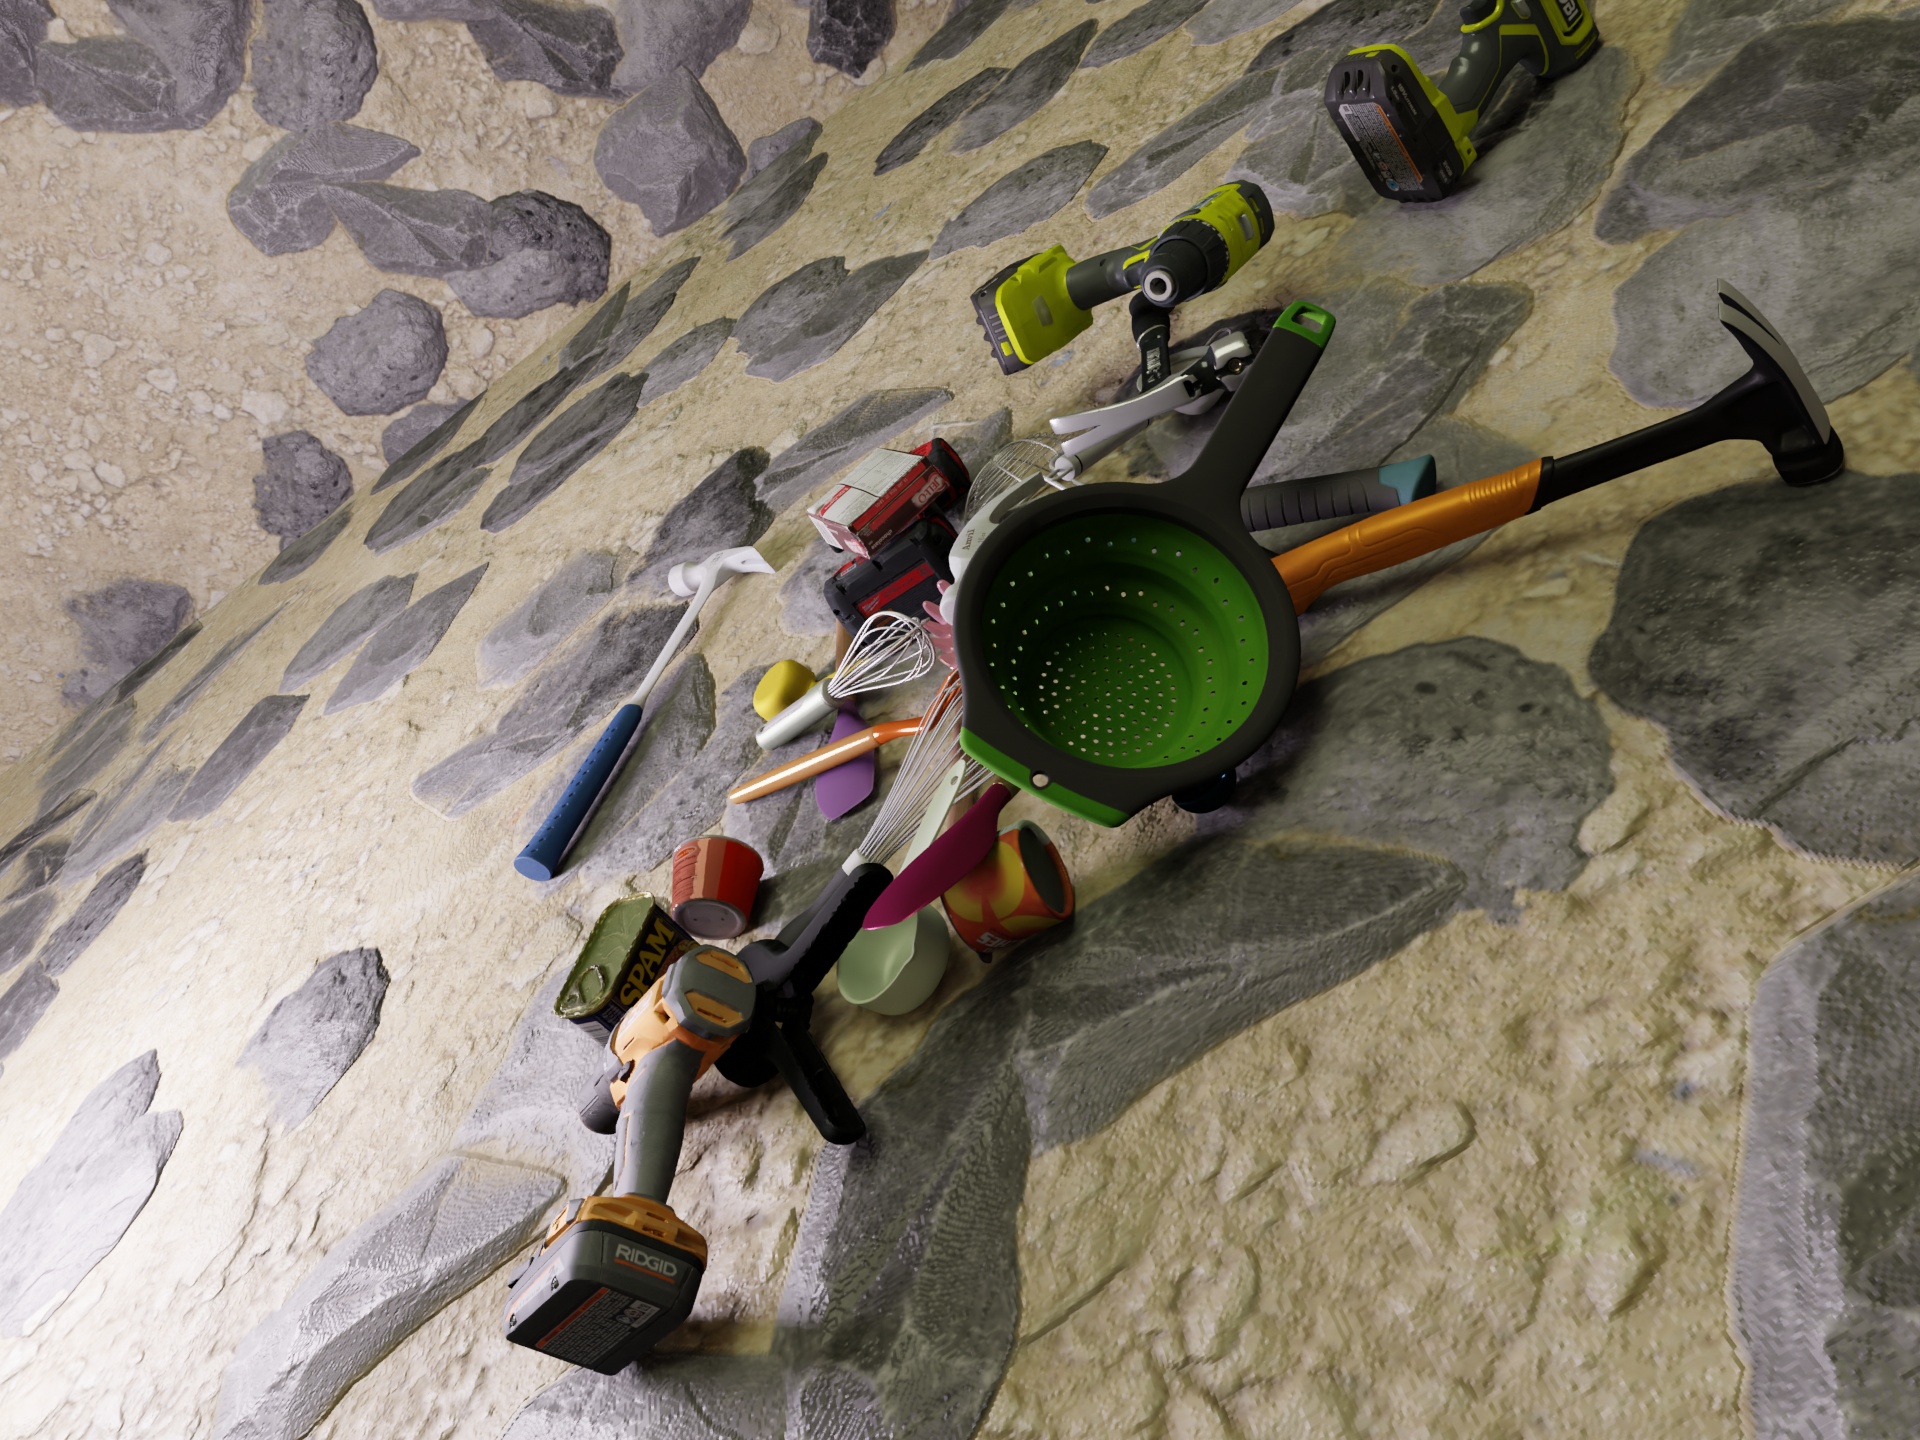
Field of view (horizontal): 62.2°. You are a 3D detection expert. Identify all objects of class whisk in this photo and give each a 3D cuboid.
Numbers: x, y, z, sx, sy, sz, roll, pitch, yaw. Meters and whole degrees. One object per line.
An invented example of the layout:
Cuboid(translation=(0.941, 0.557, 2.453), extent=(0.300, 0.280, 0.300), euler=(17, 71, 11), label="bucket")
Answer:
Cuboid(translation=(-0.095, -0.025, 1.231), extent=(0.246, 0.059, 0.058), euler=(-31, 18, 49), label="whisk")
Cuboid(translation=(-0.044, 0.074, 1.056), extent=(0.284, 0.070, 0.070), euler=(-51, 29, 8), label="whisk")

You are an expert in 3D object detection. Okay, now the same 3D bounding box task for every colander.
Cuboid(translation=(0.135, -0.099, 0.996), extent=(0.397, 0.204, 0.094), euler=(-58, -10, -22), label="colander")

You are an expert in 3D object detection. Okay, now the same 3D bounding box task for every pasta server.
Cuboid(translation=(-0.002, -0.004, 1.151), extent=(0.060, 0.040, 0.317), euler=(-34, 31, 28), label="pasta server")

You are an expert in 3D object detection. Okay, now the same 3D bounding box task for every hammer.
Cuboid(translation=(0.150, -0.134, 1.074), extent=(0.331, 0.033, 0.128), euler=(-7, 44, 22), label="hammer")
Cuboid(translation=(-0.303, -0.020, 1.511), extent=(0.144, 0.035, 0.406), euler=(-12, 41, 40), label="hammer")
Cuboid(translation=(0.151, -0.298, 1.273), extent=(0.149, 0.036, 0.409), euler=(-23, 20, 15), label="hammer")
Cuboid(translation=(0.305, -0.131, 0.913), extent=(0.337, 0.127, 0.034), euler=(-21, 40, 40), label="hammer")

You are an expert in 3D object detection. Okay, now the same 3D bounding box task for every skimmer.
Cuboid(translation=(0.126, -0.141, 1.197), extent=(0.127, 0.090, 0.364), euler=(-43, 40, -12), label="skimmer")

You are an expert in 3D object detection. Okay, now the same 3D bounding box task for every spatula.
Cuboid(translation=(-0.095, -0.026, 1.303), extent=(0.060, 0.018, 0.316), euler=(-34, 31, 20), label="spatula")
Cuboid(translation=(-0.079, 0.009, 1.179), extent=(0.322, 0.041, 0.081), euler=(-23, 14, 43), label="spatula")

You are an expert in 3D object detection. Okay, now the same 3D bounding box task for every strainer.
Cuboid(translation=(0.144, -0.237, 1.234), extent=(0.087, 0.050, 0.258), euler=(12, 38, 39), label="strainer")

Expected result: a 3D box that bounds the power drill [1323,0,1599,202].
Cuboid(translation=(0.402, -0.544, 1.276), extent=(0.223, 0.171, 0.080), euler=(-49, 31, -8), label="power drill")

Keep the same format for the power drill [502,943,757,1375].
Cuboid(translation=(-0.203, 0.268, 0.960), extent=(0.185, 0.084, 0.226), euler=(-46, 24, 38), label="power drill")

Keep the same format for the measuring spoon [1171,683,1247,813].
Cuboid(translation=(0.163, 0.015, 0.971), extent=(0.042, 0.021, 0.129), euler=(-24, 25, 39), label="measuring spoon")

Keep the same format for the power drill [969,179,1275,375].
Cuboid(translation=(0.126, -0.357, 1.295), extent=(0.228, 0.080, 0.191), euler=(-11, 24, 37), label="power drill")

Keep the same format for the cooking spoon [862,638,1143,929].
Cuboid(translation=(0.038, 0.031, 0.994), extent=(0.069, 0.017, 0.319), euler=(-18, 20, 44), label="cooking spoon")

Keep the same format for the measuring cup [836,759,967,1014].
Cuboid(translation=(-0.021, 0.106, 0.998), extent=(0.083, 0.038, 0.168), euler=(2, 64, 55), label="measuring cup")

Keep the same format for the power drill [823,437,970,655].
Cuboid(translation=(-0.057, -0.154, 1.375), extent=(0.143, 0.078, 0.220), euler=(-31, 29, 16), label="power drill")

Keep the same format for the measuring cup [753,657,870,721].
Cuboid(translation=(-0.123, -0.035, 1.306), extent=(0.156, 0.029, 0.062), euler=(-19, 42, 53), label="measuring cup")
